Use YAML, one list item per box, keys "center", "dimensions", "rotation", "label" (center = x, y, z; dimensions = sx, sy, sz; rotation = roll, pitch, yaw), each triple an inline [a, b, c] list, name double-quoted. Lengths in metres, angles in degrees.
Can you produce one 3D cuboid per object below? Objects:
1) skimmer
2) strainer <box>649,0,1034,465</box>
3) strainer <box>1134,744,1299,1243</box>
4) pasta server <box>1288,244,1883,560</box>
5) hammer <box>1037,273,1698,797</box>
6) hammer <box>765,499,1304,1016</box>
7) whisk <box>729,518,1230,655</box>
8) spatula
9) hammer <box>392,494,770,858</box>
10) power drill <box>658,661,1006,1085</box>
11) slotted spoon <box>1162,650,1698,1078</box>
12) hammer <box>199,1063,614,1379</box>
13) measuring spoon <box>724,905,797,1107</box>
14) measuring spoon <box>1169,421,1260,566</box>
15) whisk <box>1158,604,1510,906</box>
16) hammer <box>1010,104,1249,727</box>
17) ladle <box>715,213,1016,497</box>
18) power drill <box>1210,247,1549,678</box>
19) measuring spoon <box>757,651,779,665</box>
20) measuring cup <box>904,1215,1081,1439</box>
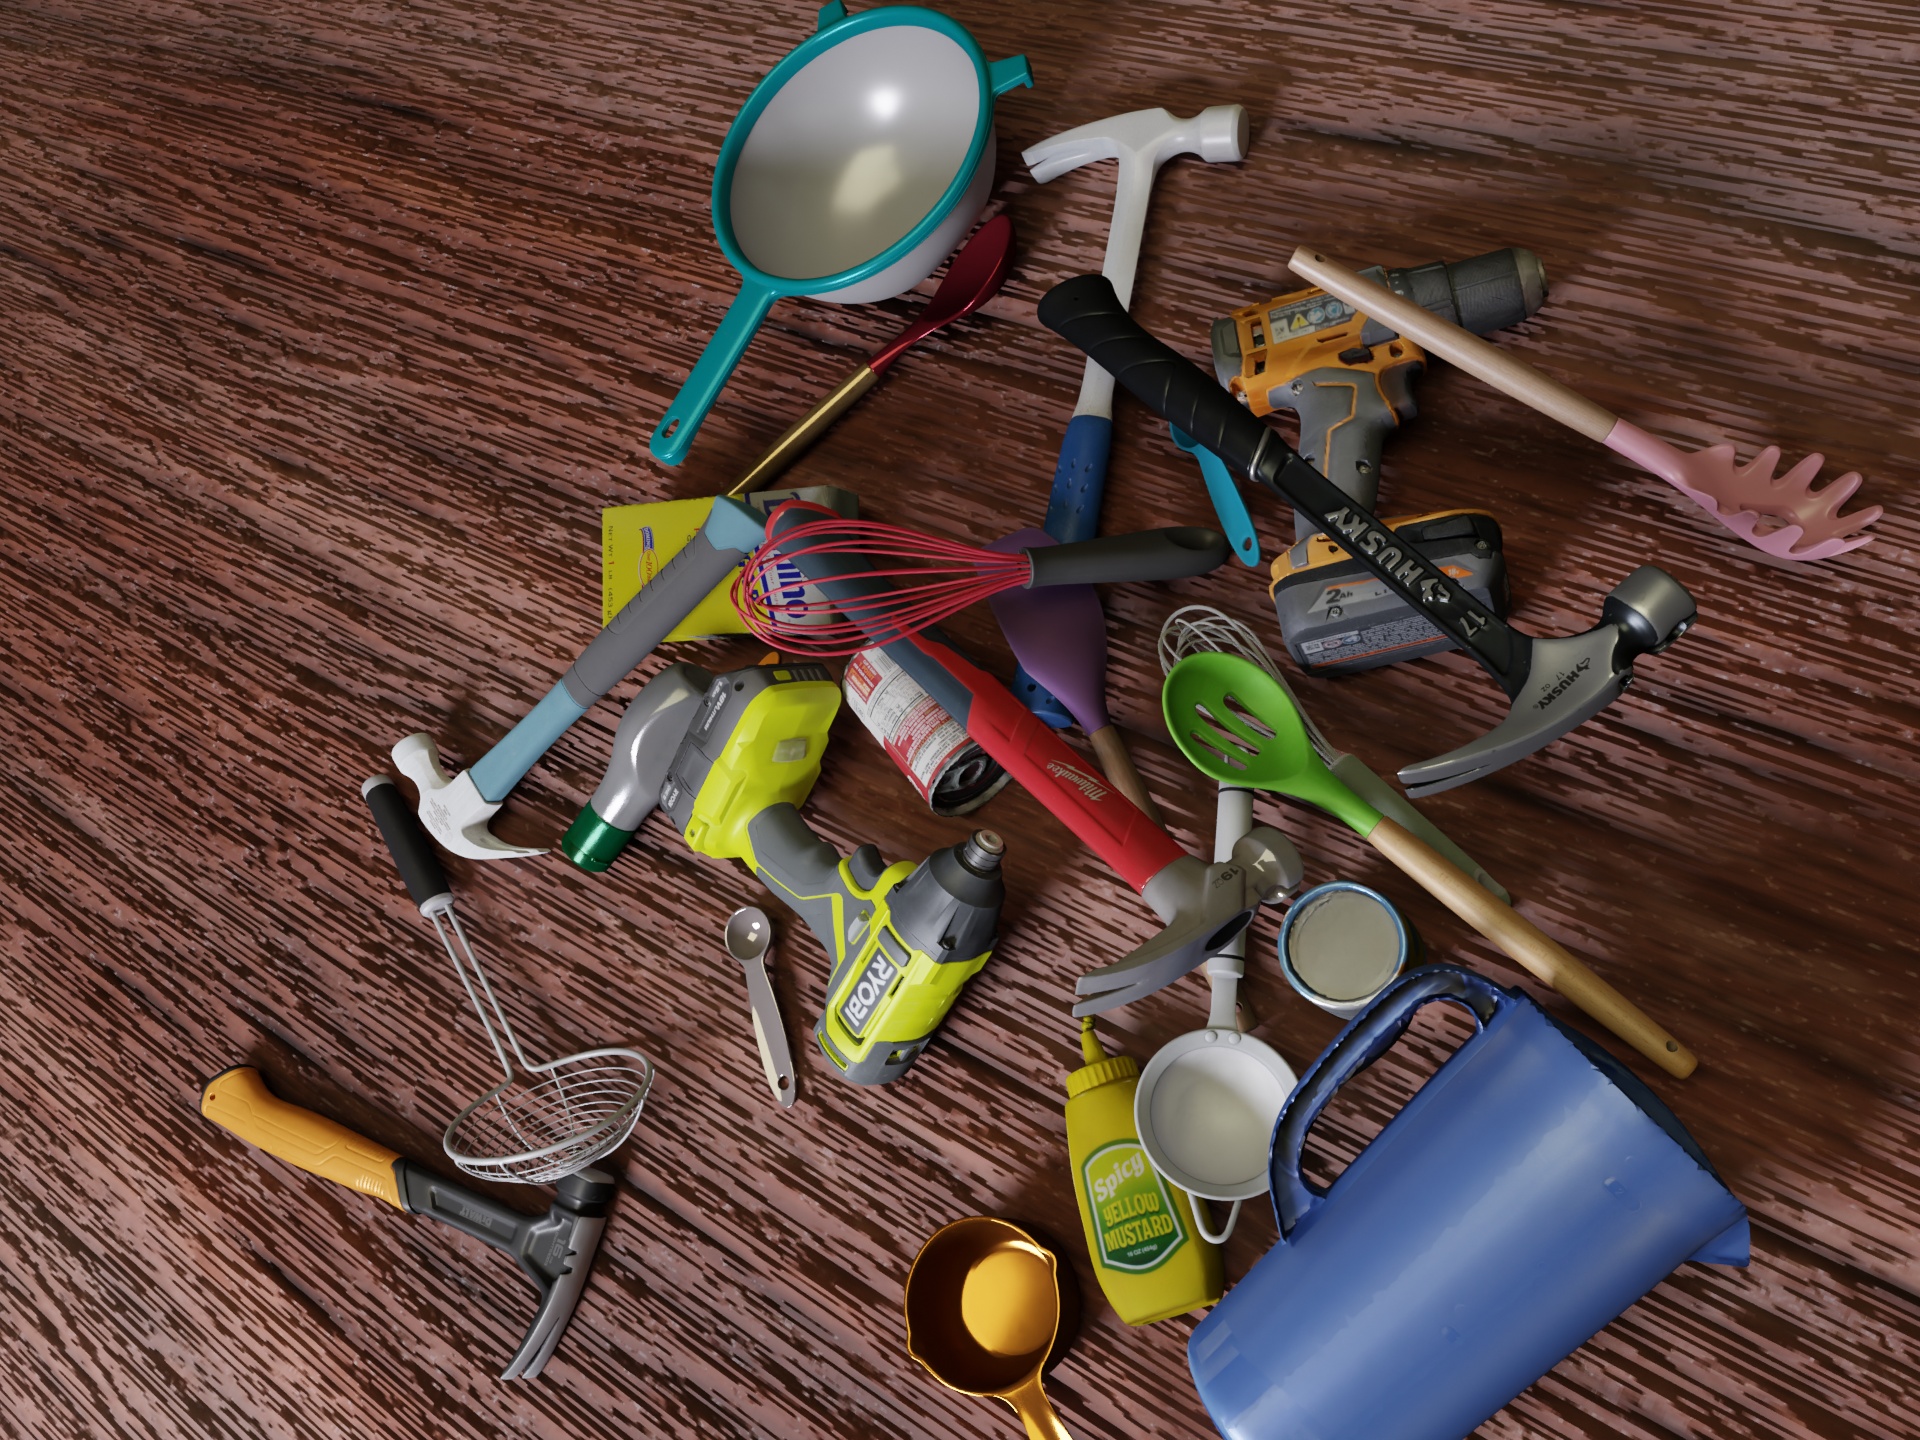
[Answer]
- center: [-0.316, 0.146, 1.022]
  dimensions: [0.127, 0.090, 0.364]
  rotation: [-22, 55, -26]
  label: "skimmer"
- center: [-0.089, -0.304, 1.061]
  dimensions: [0.211, 0.095, 0.340]
  rotation: [32, 91, 33]
  label: "strainer"
- center: [0.139, 0.136, 0.827]
  dimensions: [0.087, 0.050, 0.259]
  rotation: [5, 73, 5]
  label: "strainer"
- center: [0.310, -0.167, 0.810]
  dimensions: [0.316, 0.040, 0.060]
  rotation: [31, 56, 7]
  label: "pasta server"
- center: [0.167, -0.124, 0.828]
  dimensions: [0.149, 0.036, 0.409]
  rotation: [-42, 54, 1]
  label: "hammer"
- center: [-0.001, -0.003, 0.867]
  dimensions: [0.143, 0.038, 0.387]
  rotation: [-28, 53, -28]
  label: "hammer"
- center: [0.018, -0.084, 0.884]
  dimensions: [0.295, 0.073, 0.073]
  rotation: [-8, 65, -19]
  label: "whisk"
- center: [0.092, 0.027, 0.891]
  dimensions: [0.060, 0.018, 0.316]
  rotation: [-24, 73, -1]
  label: "spatula"
- center: [-0.243, -0.029, 1.040]
  dimensions: [0.331, 0.033, 0.128]
  rotation: [-42, 71, 20]
  label: "hammer"
- center: [-0.070, 0.073, 0.916]
  dimensions: [0.223, 0.080, 0.171]
  rotation: [47, 123, 29]
  label: "power drill"
- center: [0.228, 0.071, 0.798]
  dimensions: [0.314, 0.031, 0.070]
  rotation: [39, 66, 19]
  label: "slotted spoon"
- center: [-0.377, 0.302, 1.032]
  dimensions: [0.337, 0.034, 0.127]
  rotation: [14, 79, 27]
  label: "hammer"
- center: [-0.116, 0.174, 0.968]
  dimensions: [0.034, 0.018, 0.124]
  rotation: [-23, 72, 23]
  label: "measuring spoon"
- center: [0.157, -0.144, 0.934]
  dimensions: [0.042, 0.021, 0.129]
  rotation: [-47, 52, 47]
  label: "measuring spoon"
- center: [0.197, 0.023, 0.859]
  dimensions: [0.246, 0.058, 0.059]
  rotation: [45, 129, 26]
  label: "whisk"
- center: [0.078, -0.195, 0.983]
  dimensions: [0.144, 0.035, 0.406]
  rotation: [5, 76, 25]
  label: "hammer"
- center: [-0.078, -0.217, 1.064]
  dimensions: [0.315, 0.031, 0.069]
  rotation: [-40, 33, 11]
  label: "ladle"
- center: [0.243, -0.152, 0.873]
  dimensions: [0.185, 0.084, 0.226]
  rotation: [-14, 64, 18]
  label: "power drill"
- center: [-0.147, 0.007, 1.036]
  dimensions: [0.021, 0.011, 0.117]
  rotation: [23, 81, 43]
  label: "measuring spoon"
- center: [0.040, 0.339, 0.822]
  dimensions: [0.095, 0.052, 0.174]
  rotation: [-37, 64, 10]
  label: "measuring cup"
